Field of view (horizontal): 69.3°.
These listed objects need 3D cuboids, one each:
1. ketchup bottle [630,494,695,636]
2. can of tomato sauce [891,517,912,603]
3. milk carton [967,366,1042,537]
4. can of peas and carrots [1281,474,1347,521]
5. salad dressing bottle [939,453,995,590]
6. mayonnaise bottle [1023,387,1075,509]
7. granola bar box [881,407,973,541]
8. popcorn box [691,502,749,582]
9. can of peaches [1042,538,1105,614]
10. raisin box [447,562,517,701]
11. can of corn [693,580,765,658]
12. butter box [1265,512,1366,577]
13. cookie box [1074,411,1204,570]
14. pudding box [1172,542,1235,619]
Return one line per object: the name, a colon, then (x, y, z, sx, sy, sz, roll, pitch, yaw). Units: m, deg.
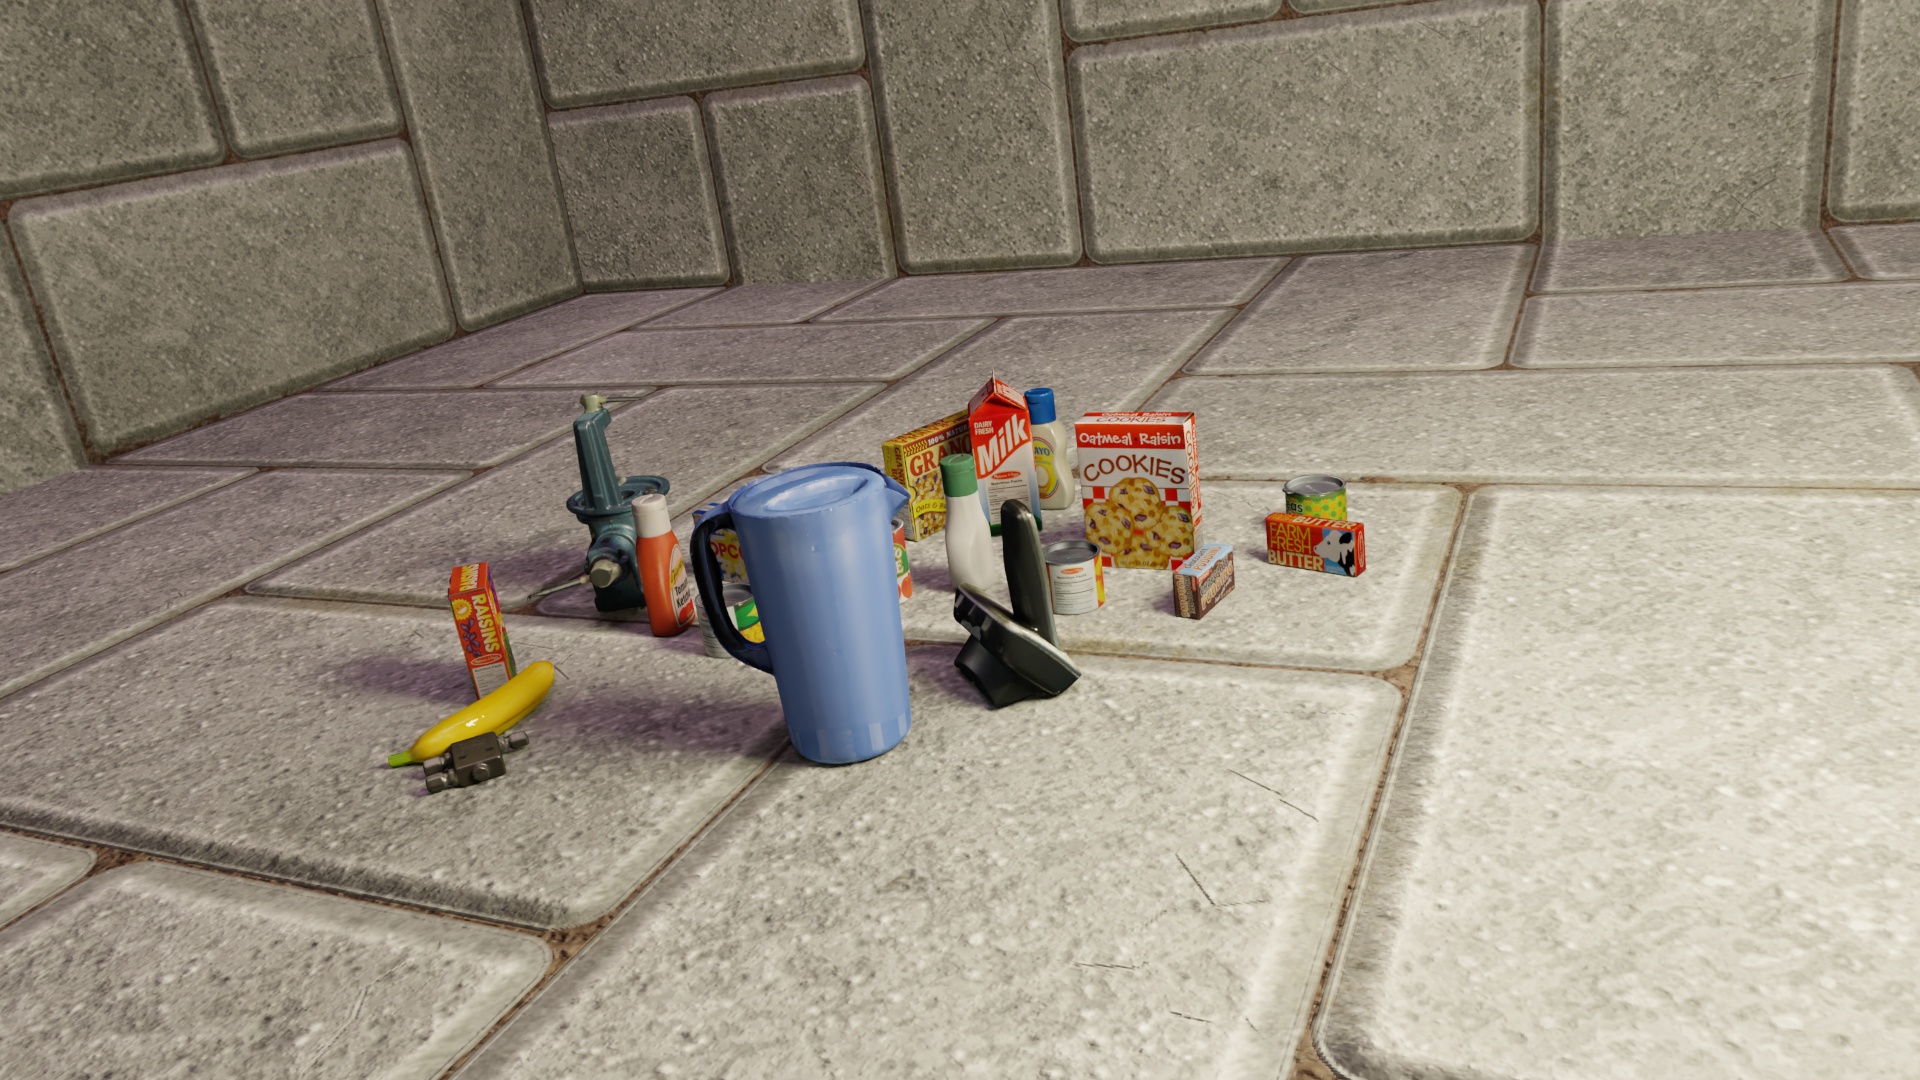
ketchup bottle: (-0.323, 0.025, 1.496, 0.043, 0.148, 0.065, -4, 20, 12)
can of tomato sauce: (-0.089, 0.024, 1.505, 0.071, 0.082, 0.071, -7, 20, 3)
milk carton: (0.050, -0.107, 1.654, 0.073, 0.189, 0.072, -7, 20, 1)
can of peas and carrots: (0.388, -0.034, 1.522, 0.071, 0.058, 0.071, -7, 20, 3)
salad dressing bottle: (0.005, -0.019, 1.493, 0.044, 0.147, 0.064, 2, 22, 27)
mayonnaise bottle: (0.103, -0.113, 1.709, 0.065, 0.147, 0.041, 4, 23, 29)
granola bar box: (-0.018, -0.085, 1.713, 0.039, 0.123, 0.166, 11, 27, 42)
popcorn box: (-0.249, 0.006, 1.612, 0.126, 0.085, 0.038, 7, 25, 36)
can of peaches: (0.115, 0.037, 1.432, 0.071, 0.057, 0.071, -7, 20, 3)
raisin box: (-0.484, 0.094, 1.408, 0.040, 0.123, 0.086, -13, 20, -13)
can of corn: (-0.237, 0.082, 1.442, 0.071, 0.058, 0.071, -7, 20, 3)
butter box: (0.366, 0.003, 1.437, 0.103, 0.053, 0.024, 10, 27, 40)
cookie box: (0.193, -0.054, 1.489, 0.123, 0.166, 0.040, 2, 22, 26)
pudding box: (0.244, 0.039, 1.389, 0.030, 0.049, 0.084, 7, 25, 35)
